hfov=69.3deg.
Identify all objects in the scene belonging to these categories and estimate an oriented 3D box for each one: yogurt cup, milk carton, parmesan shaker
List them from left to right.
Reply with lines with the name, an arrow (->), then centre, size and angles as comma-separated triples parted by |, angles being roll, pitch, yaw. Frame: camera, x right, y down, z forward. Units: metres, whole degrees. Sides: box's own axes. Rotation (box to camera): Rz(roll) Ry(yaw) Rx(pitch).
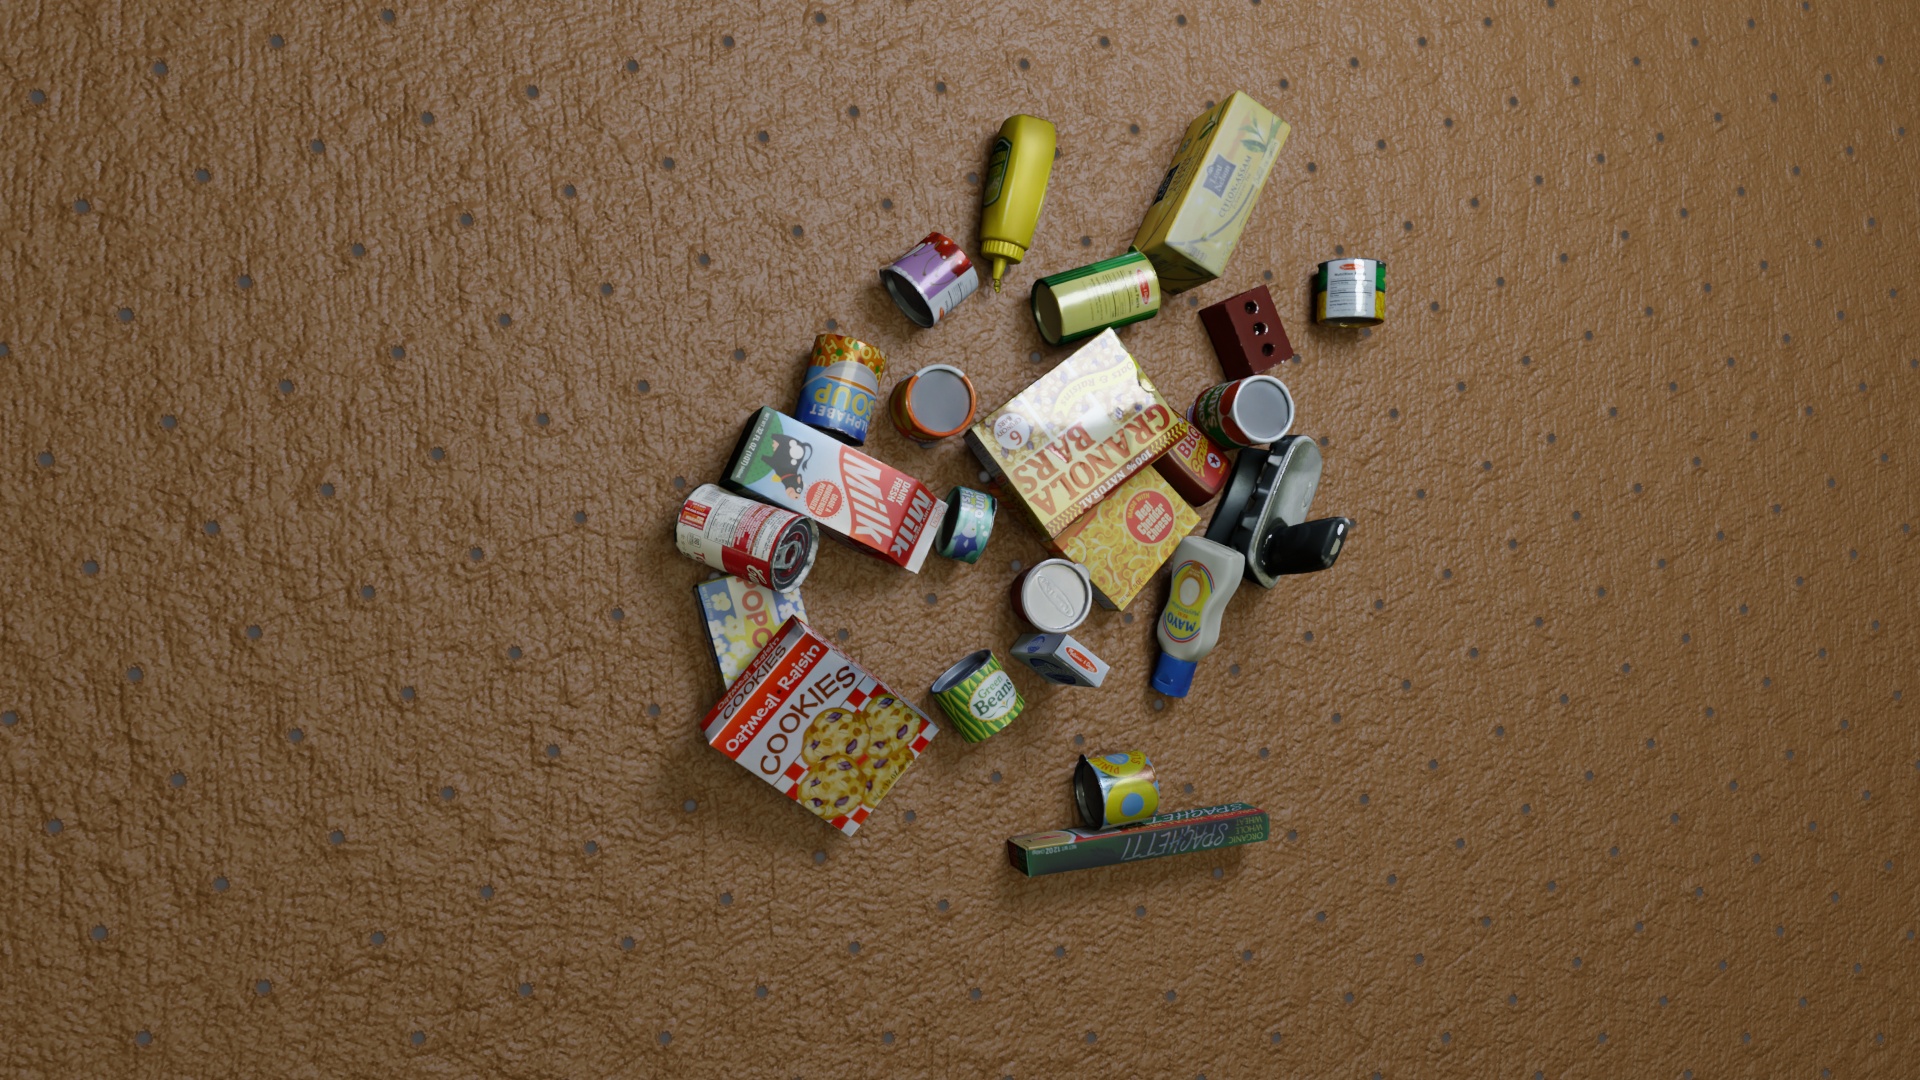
milk carton -> -0.106, -0.041, 1.211 | 0.190, 0.073, 0.072 | 27, 80, -15
yogurt cup -> 0.080, 0.051, 1.277 | 0.072, 0.054, 0.072 | 1, 88, -18
parmesan shaker -> 0.124, -0.228, 1.296 | 0.103, 0.071, 0.071 | -19, 94, -17

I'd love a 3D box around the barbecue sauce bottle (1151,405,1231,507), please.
barbecue sauce bottle -> 0.190, -0.101, 1.320 | 0.148, 0.043, 0.065 | 42, 48, -10

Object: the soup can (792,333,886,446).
soup can -> -0.105, -0.131, 1.215 | 0.071, 0.071, 0.084 | 17, 83, -17

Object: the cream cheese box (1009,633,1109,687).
cream cheese box -> 0.088, 0.108, 1.252 | 0.053, 0.103, 0.024 | 38, 75, -14

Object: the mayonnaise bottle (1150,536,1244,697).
mayonnaise bottle -> 0.217, 0.074, 1.306 | 0.041, 0.065, 0.147 | -1, 110, -52

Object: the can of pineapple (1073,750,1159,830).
can of pineapple -> 0.144, 0.229, 1.285 | 0.058, 0.071, 0.071 | -7, 91, -19

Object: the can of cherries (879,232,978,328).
can of cherries -> -0.028, -0.236, 1.247 | 0.058, 0.071, 0.071 | -42, 101, -15

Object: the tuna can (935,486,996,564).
tuna can -> 0.004, -0.016, 1.247 | 0.033, 0.071, 0.071 | 15, 84, -16

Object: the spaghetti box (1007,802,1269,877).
spaghetti box -> 0.170, 0.279, 1.300 | 0.250, 0.050, 0.028 | -4, 92, -18

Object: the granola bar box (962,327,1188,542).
granola bar box -> 0.105, -0.095, 1.254 | 0.166, 0.039, 0.124 | -37, 93, -14

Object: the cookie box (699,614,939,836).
cookie box -> -0.119, 0.159, 1.184 | 0.167, 0.040, 0.123 | 41, 88, -30

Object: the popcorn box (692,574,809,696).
popcorn box -> -0.173, 0.087, 1.203 | 0.085, 0.038, 0.126 | -16, 93, -19

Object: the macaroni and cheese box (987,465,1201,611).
macaroni and cheese box -> 0.127, -0.034, 1.303 | 0.166, 0.040, 0.124 | 45, 75, -12

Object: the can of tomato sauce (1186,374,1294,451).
can of tomato sauce -> 0.268, -0.122, 1.329 | 0.071, 0.083, 0.071 | 1, 88, -18

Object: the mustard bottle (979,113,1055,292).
mustard bottle -> 0.047, -0.307, 1.276 | 0.049, 0.065, 0.160 | 12, 88, -21

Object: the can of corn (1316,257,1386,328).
can of corn -> 0.389, -0.245, 1.383 | 0.071, 0.071, 0.058 | 3, 88, -18

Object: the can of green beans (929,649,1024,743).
can of green beans -> 0.016, 0.140, 1.247 | 0.071, 0.071, 0.057 | -37, 99, -15

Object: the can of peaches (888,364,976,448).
can of peaches -> -0.025, -0.120, 1.248 | 0.071, 0.058, 0.071 | 1, 88, -18
